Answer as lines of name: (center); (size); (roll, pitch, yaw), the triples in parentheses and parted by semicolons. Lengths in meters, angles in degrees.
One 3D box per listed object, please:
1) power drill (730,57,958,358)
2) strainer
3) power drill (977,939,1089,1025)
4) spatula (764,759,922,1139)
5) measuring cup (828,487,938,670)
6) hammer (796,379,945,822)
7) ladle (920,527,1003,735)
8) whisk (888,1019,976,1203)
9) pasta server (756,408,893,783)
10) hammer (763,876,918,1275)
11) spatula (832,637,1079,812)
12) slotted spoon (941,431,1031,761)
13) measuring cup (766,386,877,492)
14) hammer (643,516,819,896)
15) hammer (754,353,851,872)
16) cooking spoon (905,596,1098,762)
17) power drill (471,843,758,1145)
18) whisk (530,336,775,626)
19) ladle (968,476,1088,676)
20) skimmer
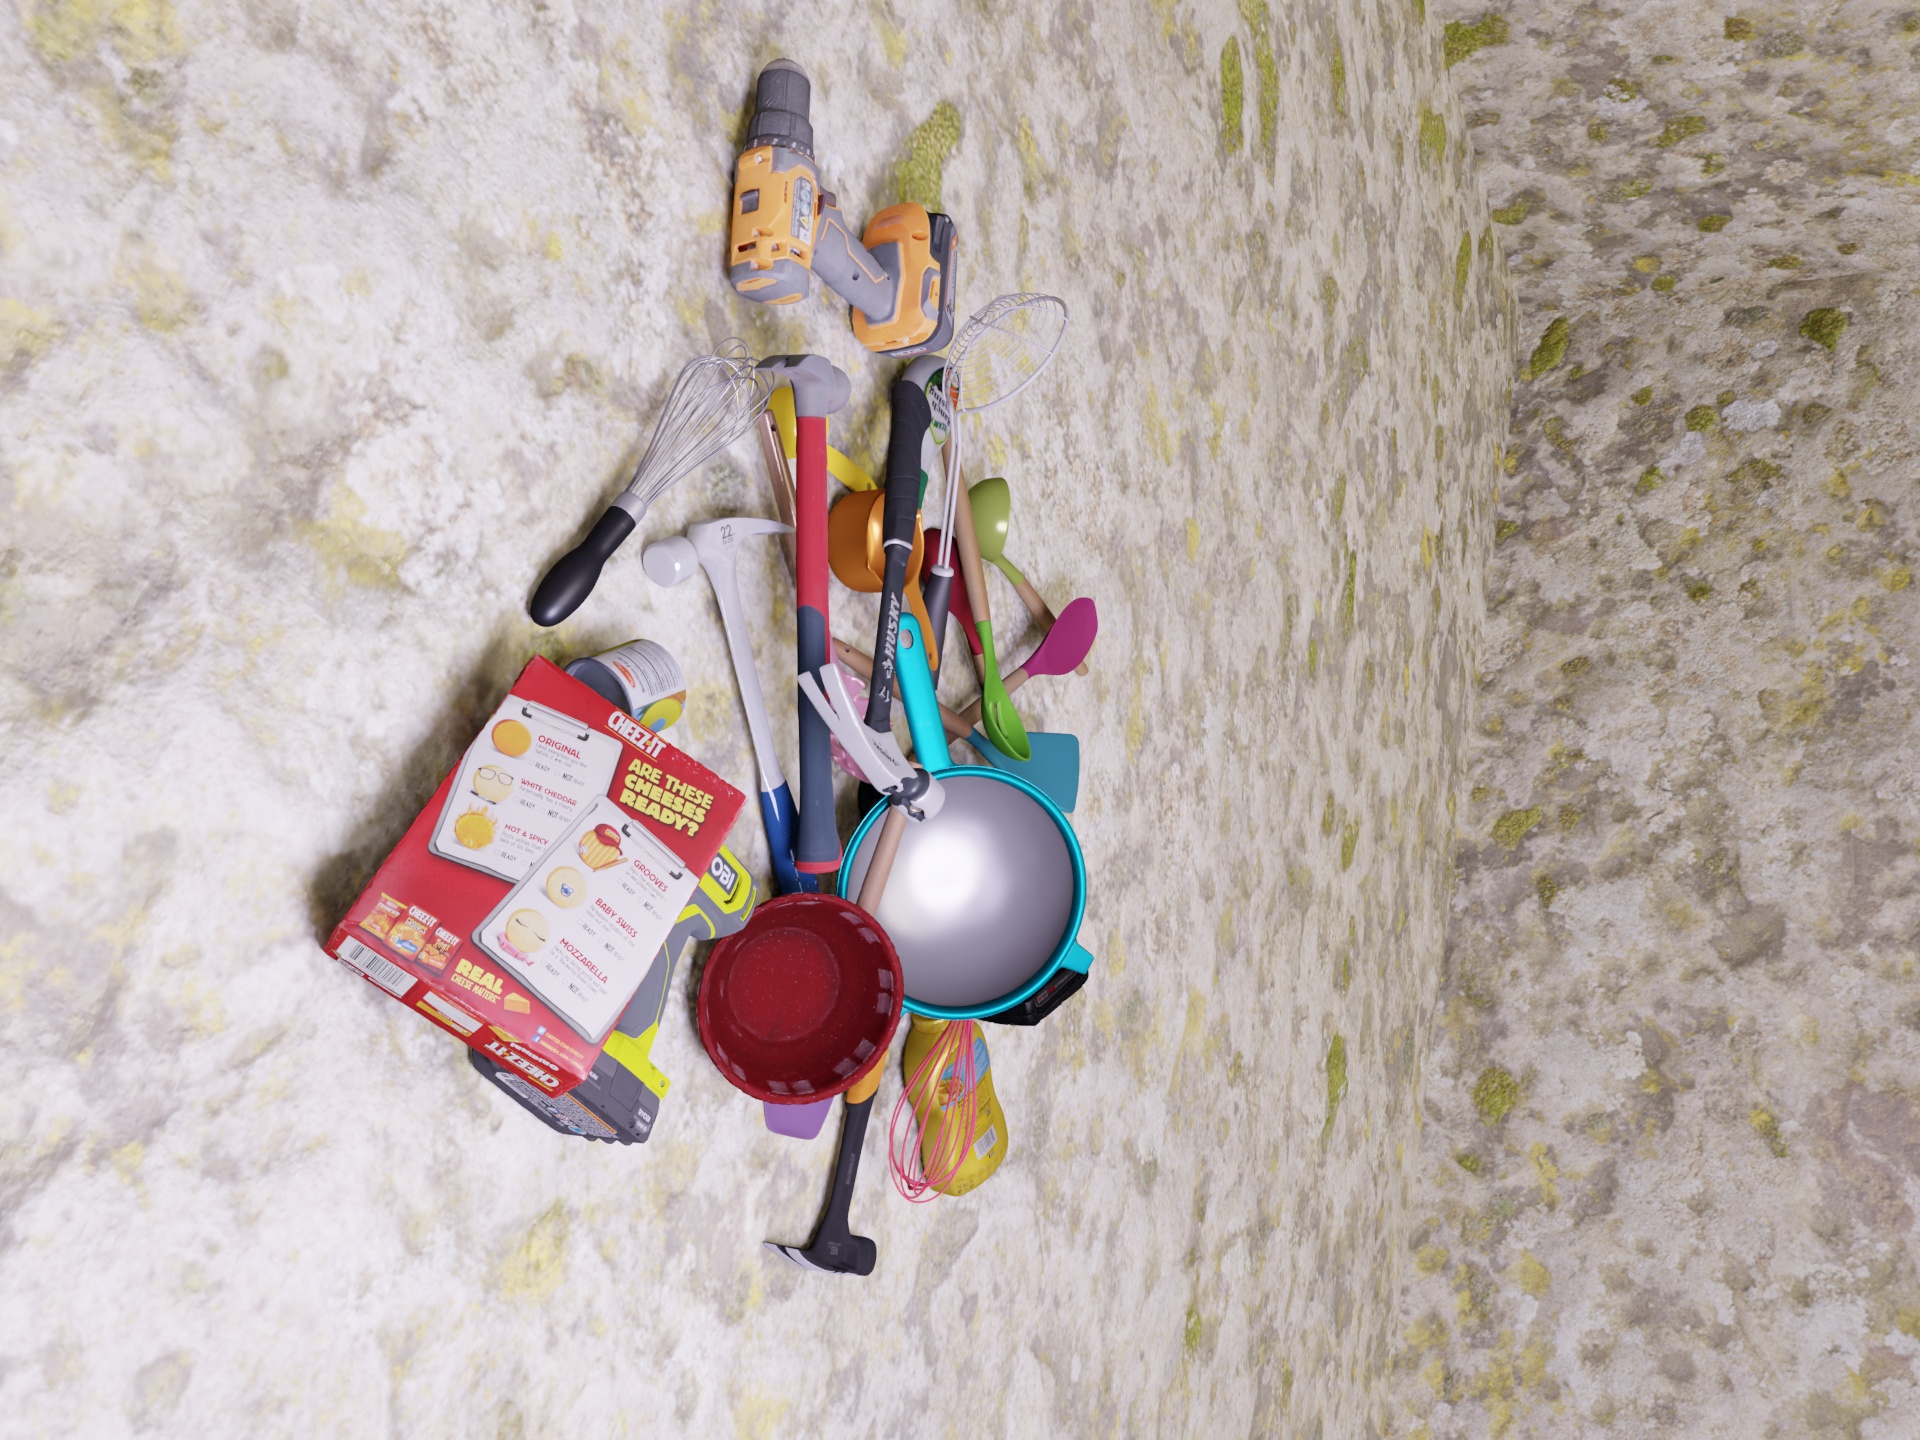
power drill: (-0.095, -0.405, 1.281); (0.226, 0.084, 0.185); (12, 78, -54)
strainer: (-0.021, 0.075, 1.327); (0.211, 0.095, 0.340); (-14, 98, -12)
power drill: (0.030, 0.172, 1.495); (0.188, 0.080, 0.226); (-29, 111, -48)
spatula: (-0.088, 0.182, 1.261); (0.059, 0.018, 0.316); (19, 92, -20)
measuring cup: (-0.064, -0.116, 1.358); (0.095, 0.052, 0.173); (-53, 136, -44)
hammer: (-0.054, -0.124, 1.231); (0.149, 0.036, 0.409); (48, 33, -41)
ladle: (0.022, -0.044, 1.526); (0.069, 0.031, 0.315); (-53, 135, -43)
whisk: (-0.001, 0.269, 1.377); (0.073, 0.073, 0.296); (47, 52, -49)
pasta server: (-0.113, -0.096, 1.278); (0.060, 0.040, 0.316); (-33, 121, -39)
hammer: (-0.083, 0.292, 1.347); (0.127, 0.034, 0.337); (38, 58, -54)
spatula: (-0.002, -0.005, 1.422); (0.317, 0.044, 0.082); (32, 54, -43)
slotted spoon: (0.016, -0.113, 1.439); (0.070, 0.031, 0.314); (9, 68, -66)
measuring cup: (-0.103, -0.222, 1.309); (0.156, 0.029, 0.062); (33, 62, -52)
hammer: (-0.144, 0.038, 1.240); (0.144, 0.035, 0.405); (-37, 121, -52)
hammer: (-0.114, -0.075, 1.186); (0.143, 0.038, 0.386); (-32, 122, -78)
cooking spoon: (0.044, -0.033, 1.521); (0.319, 0.017, 0.068); (-39, 128, -41)
power drill: (-0.229, 0.153, 1.068); (0.171, 0.080, 0.223); (57, 41, -43)
whisk: (-0.215, -0.168, 1.108); (0.285, 0.070, 0.070); (-60, 138, -33)
ladle: (0.078, -0.131, 1.590); (0.319, 0.062, 0.078); (49, 29, -51)
skimmer: (0.018, -0.189, 1.386); (0.090, 0.127, 0.363); (-3, 113, -27)
